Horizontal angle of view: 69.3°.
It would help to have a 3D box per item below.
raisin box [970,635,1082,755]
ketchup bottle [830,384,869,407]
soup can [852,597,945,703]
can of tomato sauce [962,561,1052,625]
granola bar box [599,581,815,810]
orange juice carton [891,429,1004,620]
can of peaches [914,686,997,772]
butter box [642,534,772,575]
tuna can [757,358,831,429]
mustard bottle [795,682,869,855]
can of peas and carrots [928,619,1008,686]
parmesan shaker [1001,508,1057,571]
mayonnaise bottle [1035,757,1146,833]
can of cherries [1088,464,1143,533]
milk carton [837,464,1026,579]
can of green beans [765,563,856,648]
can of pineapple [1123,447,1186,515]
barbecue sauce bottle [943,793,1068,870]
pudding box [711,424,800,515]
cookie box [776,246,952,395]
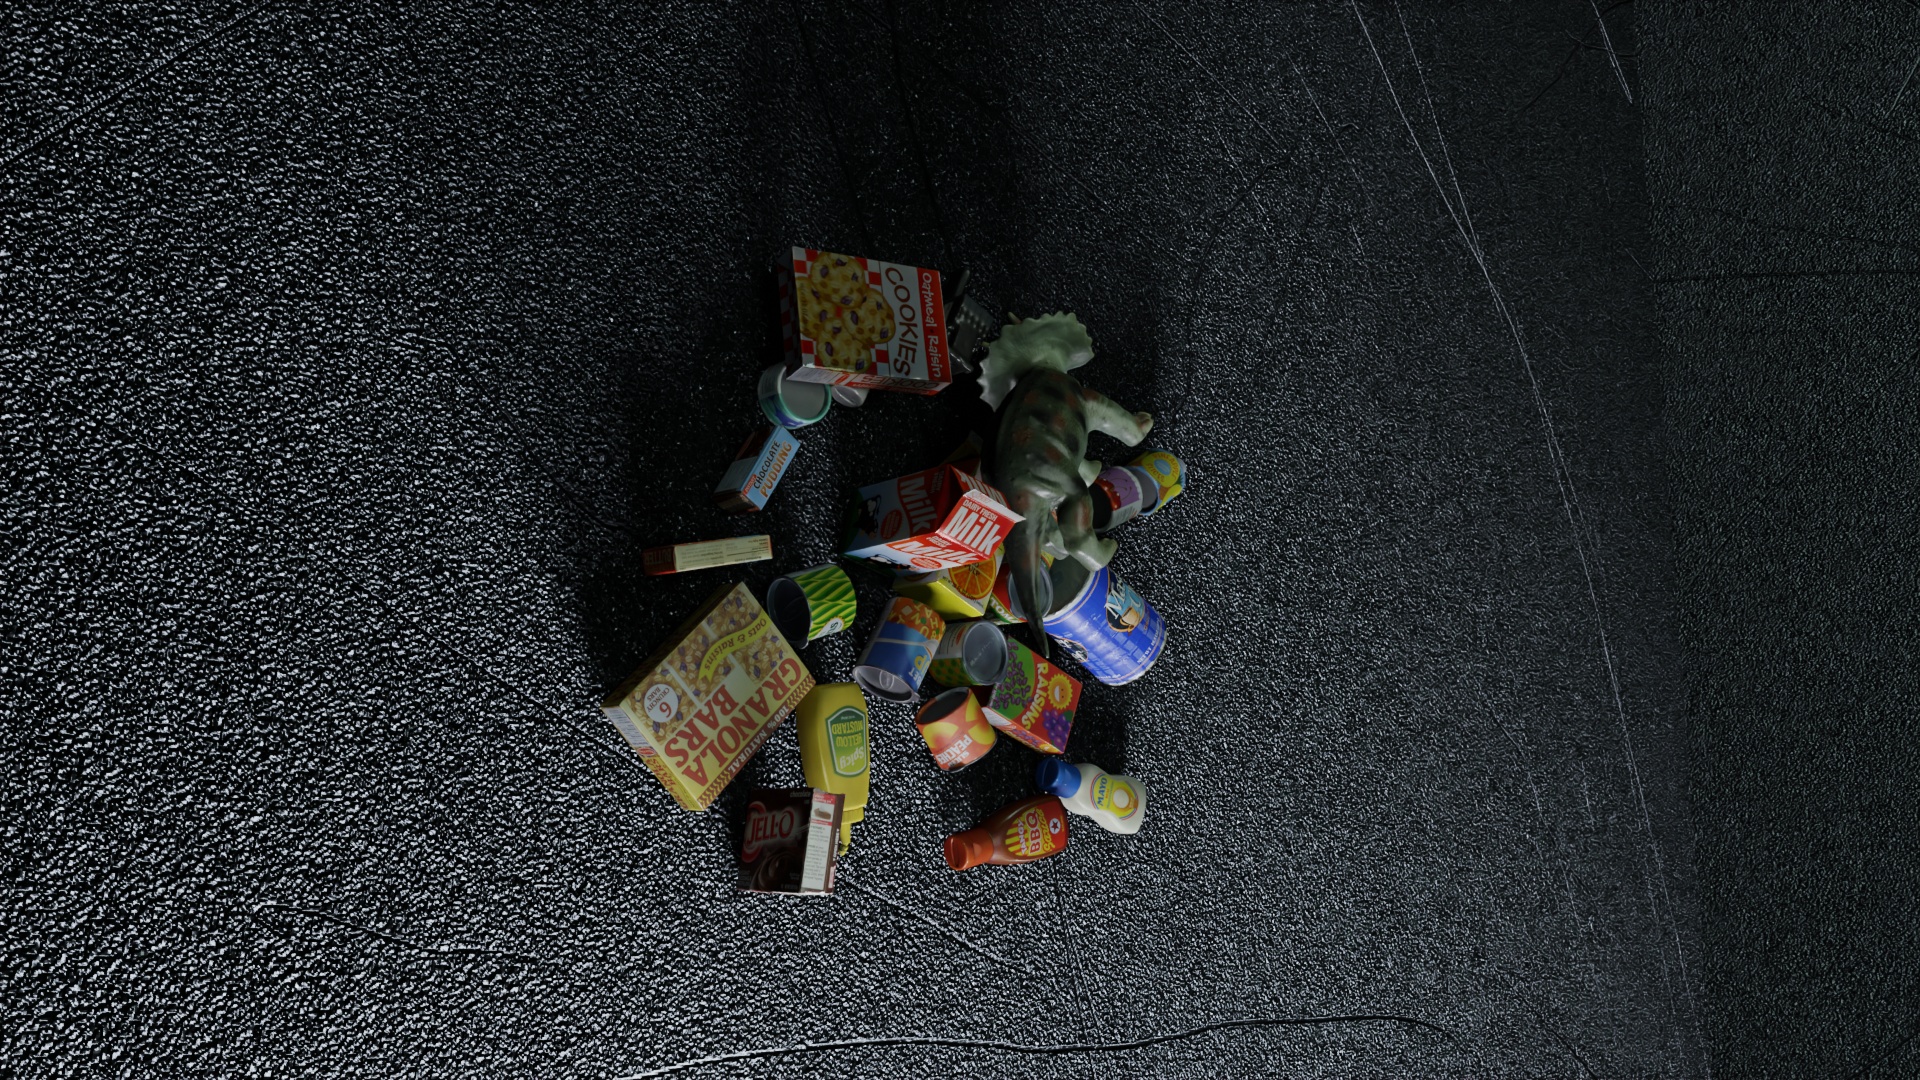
[{"bbox_3d":[0.069,0.167,1.492,0.123,0.040,0.086,35,59,-32],"label":"raisin box"},{"bbox_3d":[-0.089,-0.203,1.412,0.064,0.043,0.149,38,59,-27],"label":"ketchup bottle"},{"bbox_3d":[-0.057,0.109,1.364,0.071,0.071,0.084,44,55,-28],"label":"soup can"},{"bbox_3d":[0.044,0.057,1.458,0.071,0.083,0.071,9,76,-42],"label":"can of tomato sauce"},{"bbox_3d":[-0.219,0.136,1.227,0.124,0.039,0.166,56,50,-19],"label":"granola bar box"},{"bbox_3d":[0.005,-0.018,1.444,0.071,0.073,0.193,38,58,-32],"label":"orange juice carton"},{"bbox_3d":[-0.006,0.190,1.397,0.071,0.071,0.058,-40,109,-40],"label":"can of peaches"},{"bbox_3d":[-0.225,0.012,1.236,0.104,0.053,0.024,-9,91,-43],"label":"butter box"},{"bbox_3d":[-0.158,-0.141,1.342,0.071,0.032,0.071,10,76,-41],"label":"tuna can"},{"bbox_3d":[-0.115,0.214,1.303,0.065,0.048,0.160,-4,85,-42],"label":"mustard bottle"},{"bbox_3d":[0.008,0.119,1.430,0.071,0.058,0.071,9,77,-42],"label":"can of peas and carrots"},{"bbox_3d":[0.081,-0.008,1.517,0.071,0.071,0.103,41,57,-30],"label":"parmesan shaker"},{"bbox_3d":[0.145,0.279,1.540,0.148,0.041,0.065,28,66,-37],"label":"mayonnaise bottle"},{"bbox_3d":[0.167,-0.049,1.608,0.058,0.071,0.071,-24,99,-42],"label":"can of cherries"},{"bbox_3d":[-0.027,-0.019,1.332,0.072,0.190,0.074,28,64,-37],"label":"milk carton"},{"bbox_3d":[-0.140,0.059,1.298,0.058,0.071,0.071,-15,92,-44],"label":"can of green beans"},{"bbox_3d":[0.228,-0.072,1.665,0.058,0.071,0.071,-34,106,-41],"label":"can of pineapple"},{"bbox_3d":[0.048,0.307,1.442,0.149,0.043,0.065,-6,87,-43],"label":"barbecue sauce bottle"},{"bbox_3d":[-0.189,-0.065,1.286,0.030,0.049,0.084,45,55,-30],"label":"pudding box"},{"bbox_3d":[-0.093,-0.212,1.357,0.168,0.040,0.123,2,74,-34],"label":"cookie box"}]
